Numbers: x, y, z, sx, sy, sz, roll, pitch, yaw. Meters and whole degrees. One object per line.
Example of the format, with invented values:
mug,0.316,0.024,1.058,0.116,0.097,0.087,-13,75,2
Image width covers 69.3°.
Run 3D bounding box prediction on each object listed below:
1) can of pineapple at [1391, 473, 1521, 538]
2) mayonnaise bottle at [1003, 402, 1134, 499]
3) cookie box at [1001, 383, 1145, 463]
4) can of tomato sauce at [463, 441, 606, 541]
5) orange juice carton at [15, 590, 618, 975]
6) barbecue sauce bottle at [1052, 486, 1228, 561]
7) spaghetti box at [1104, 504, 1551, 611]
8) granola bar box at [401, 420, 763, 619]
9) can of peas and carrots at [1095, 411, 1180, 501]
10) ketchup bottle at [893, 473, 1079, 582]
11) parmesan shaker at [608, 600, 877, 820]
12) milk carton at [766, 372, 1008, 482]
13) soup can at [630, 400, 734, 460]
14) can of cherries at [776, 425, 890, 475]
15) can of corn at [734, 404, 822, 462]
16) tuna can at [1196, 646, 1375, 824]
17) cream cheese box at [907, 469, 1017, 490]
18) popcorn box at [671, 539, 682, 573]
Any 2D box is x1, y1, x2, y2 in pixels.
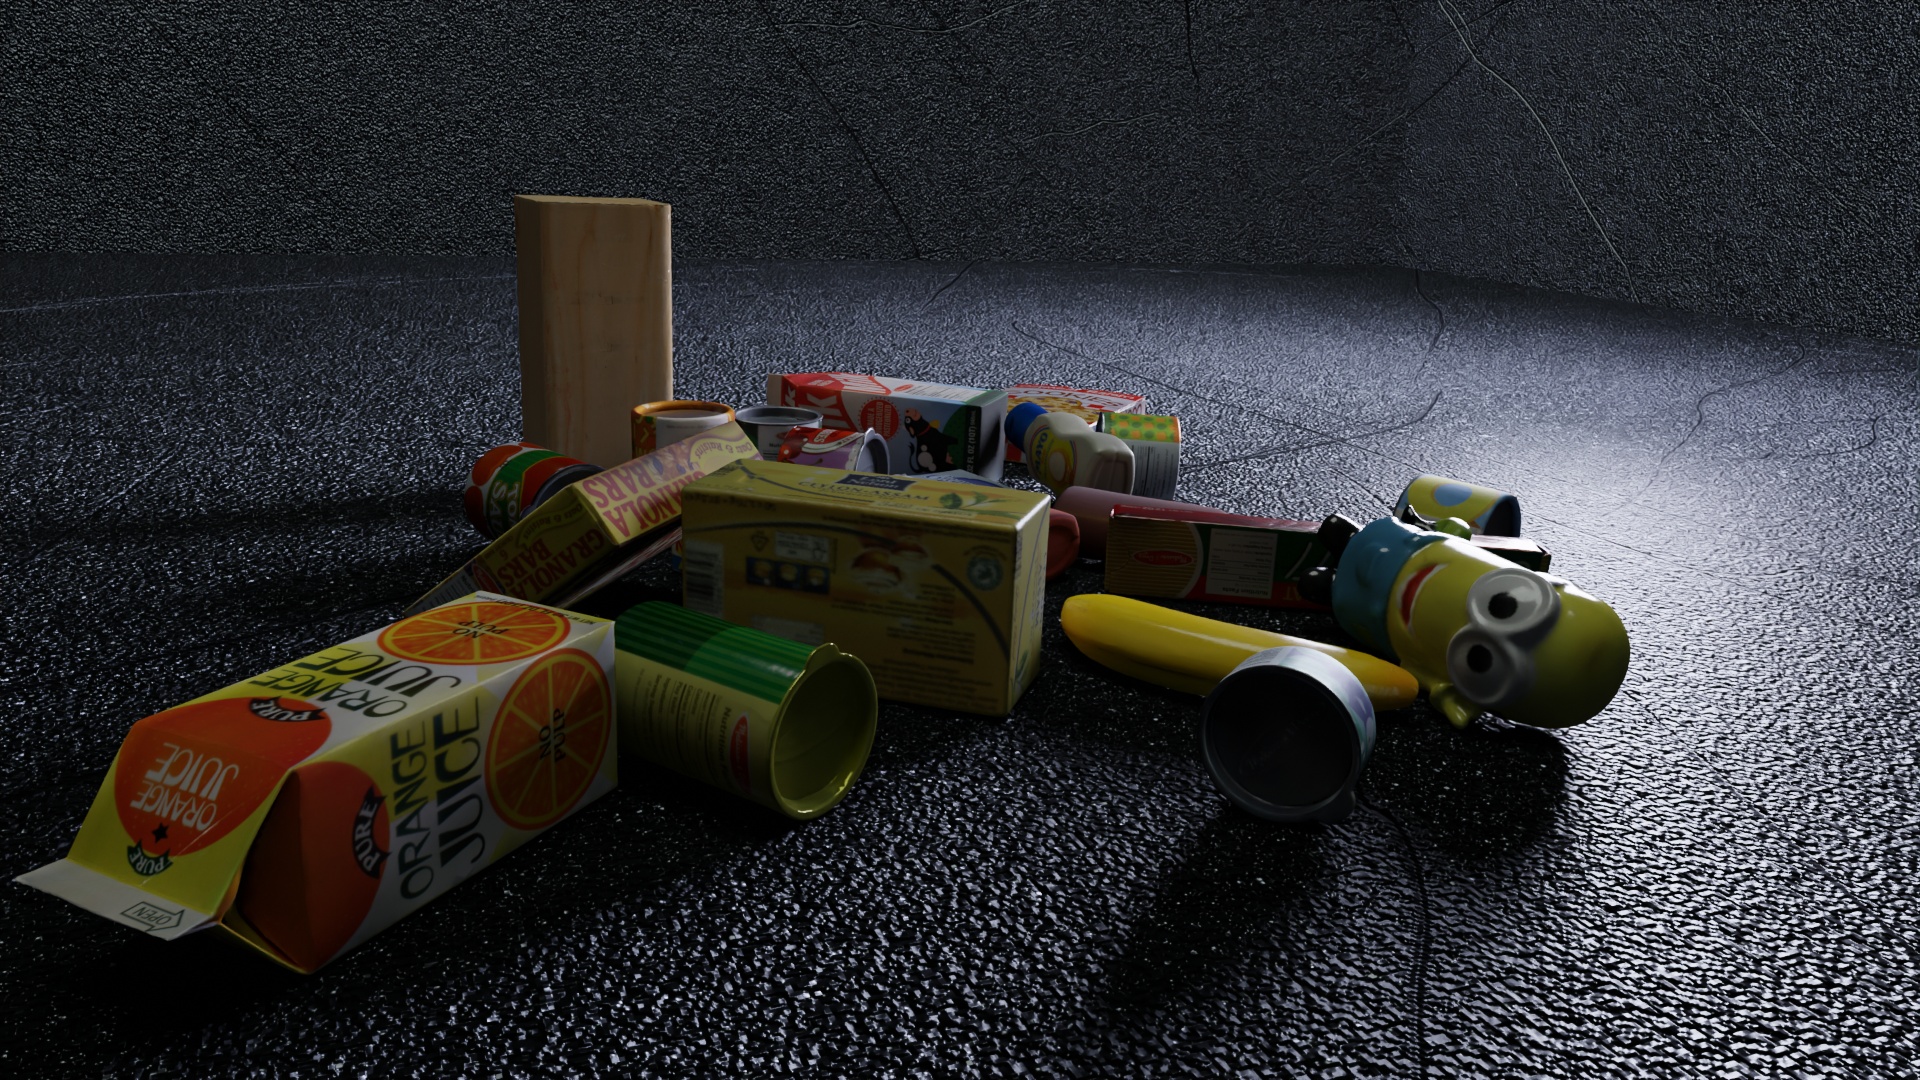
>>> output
can of pineapple,0.311,-0.005,0.872,0.058,0.070,0.071,19,22,41
mayonnaise bottle,0.076,-0.062,1.013,0.041,0.064,0.148,1,21,-23
cookie box,0.079,-0.103,1.217,0.123,0.040,0.168,10,18,23
can of tomato sauce,-0.251,-0.020,0.836,0.071,0.071,0.083,-13,21,-43
orange juice carton,-0.207,0.082,0.479,0.072,0.072,0.193,10,18,23
barbecue sauce bottle,0.134,-0.002,0.877,0.148,0.043,0.065,10,18,21
spaghetti box,0.211,0.015,0.817,0.250,0.050,0.029,5,17,7
granola bar box,-0.185,-0.001,0.713,0.124,0.039,0.166,-33,3,22
can of peas and carrots,0.131,-0.064,1.042,0.059,0.070,0.071,4,16,1
ketchup bottle,0.003,-0.011,0.883,0.065,0.043,0.149,-21,27,-37
parmesan shaker,-0.094,0.063,0.563,0.103,0.071,0.071,13,19,33
milk carton,-0.065,-0.087,1.083,0.190,0.072,0.074,9,17,17
soup can,-0.179,-0.045,0.898,0.071,0.083,0.071,2,16,-1
can of cherries,-0.086,-0.045,0.935,0.058,0.071,0.072,8,17,18
can of corn,-0.135,-0.065,1.019,0.071,0.058,0.071,2,16,-1
tuna can,0.134,0.079,0.561,0.071,0.071,0.033,11,17,26
cream cheese box,0.008,-0.026,0.968,0.053,0.024,0.104,-8,20,-34
popcorn box,-0.100,0.006,0.819,0.127,0.038,0.085,17,23,39
